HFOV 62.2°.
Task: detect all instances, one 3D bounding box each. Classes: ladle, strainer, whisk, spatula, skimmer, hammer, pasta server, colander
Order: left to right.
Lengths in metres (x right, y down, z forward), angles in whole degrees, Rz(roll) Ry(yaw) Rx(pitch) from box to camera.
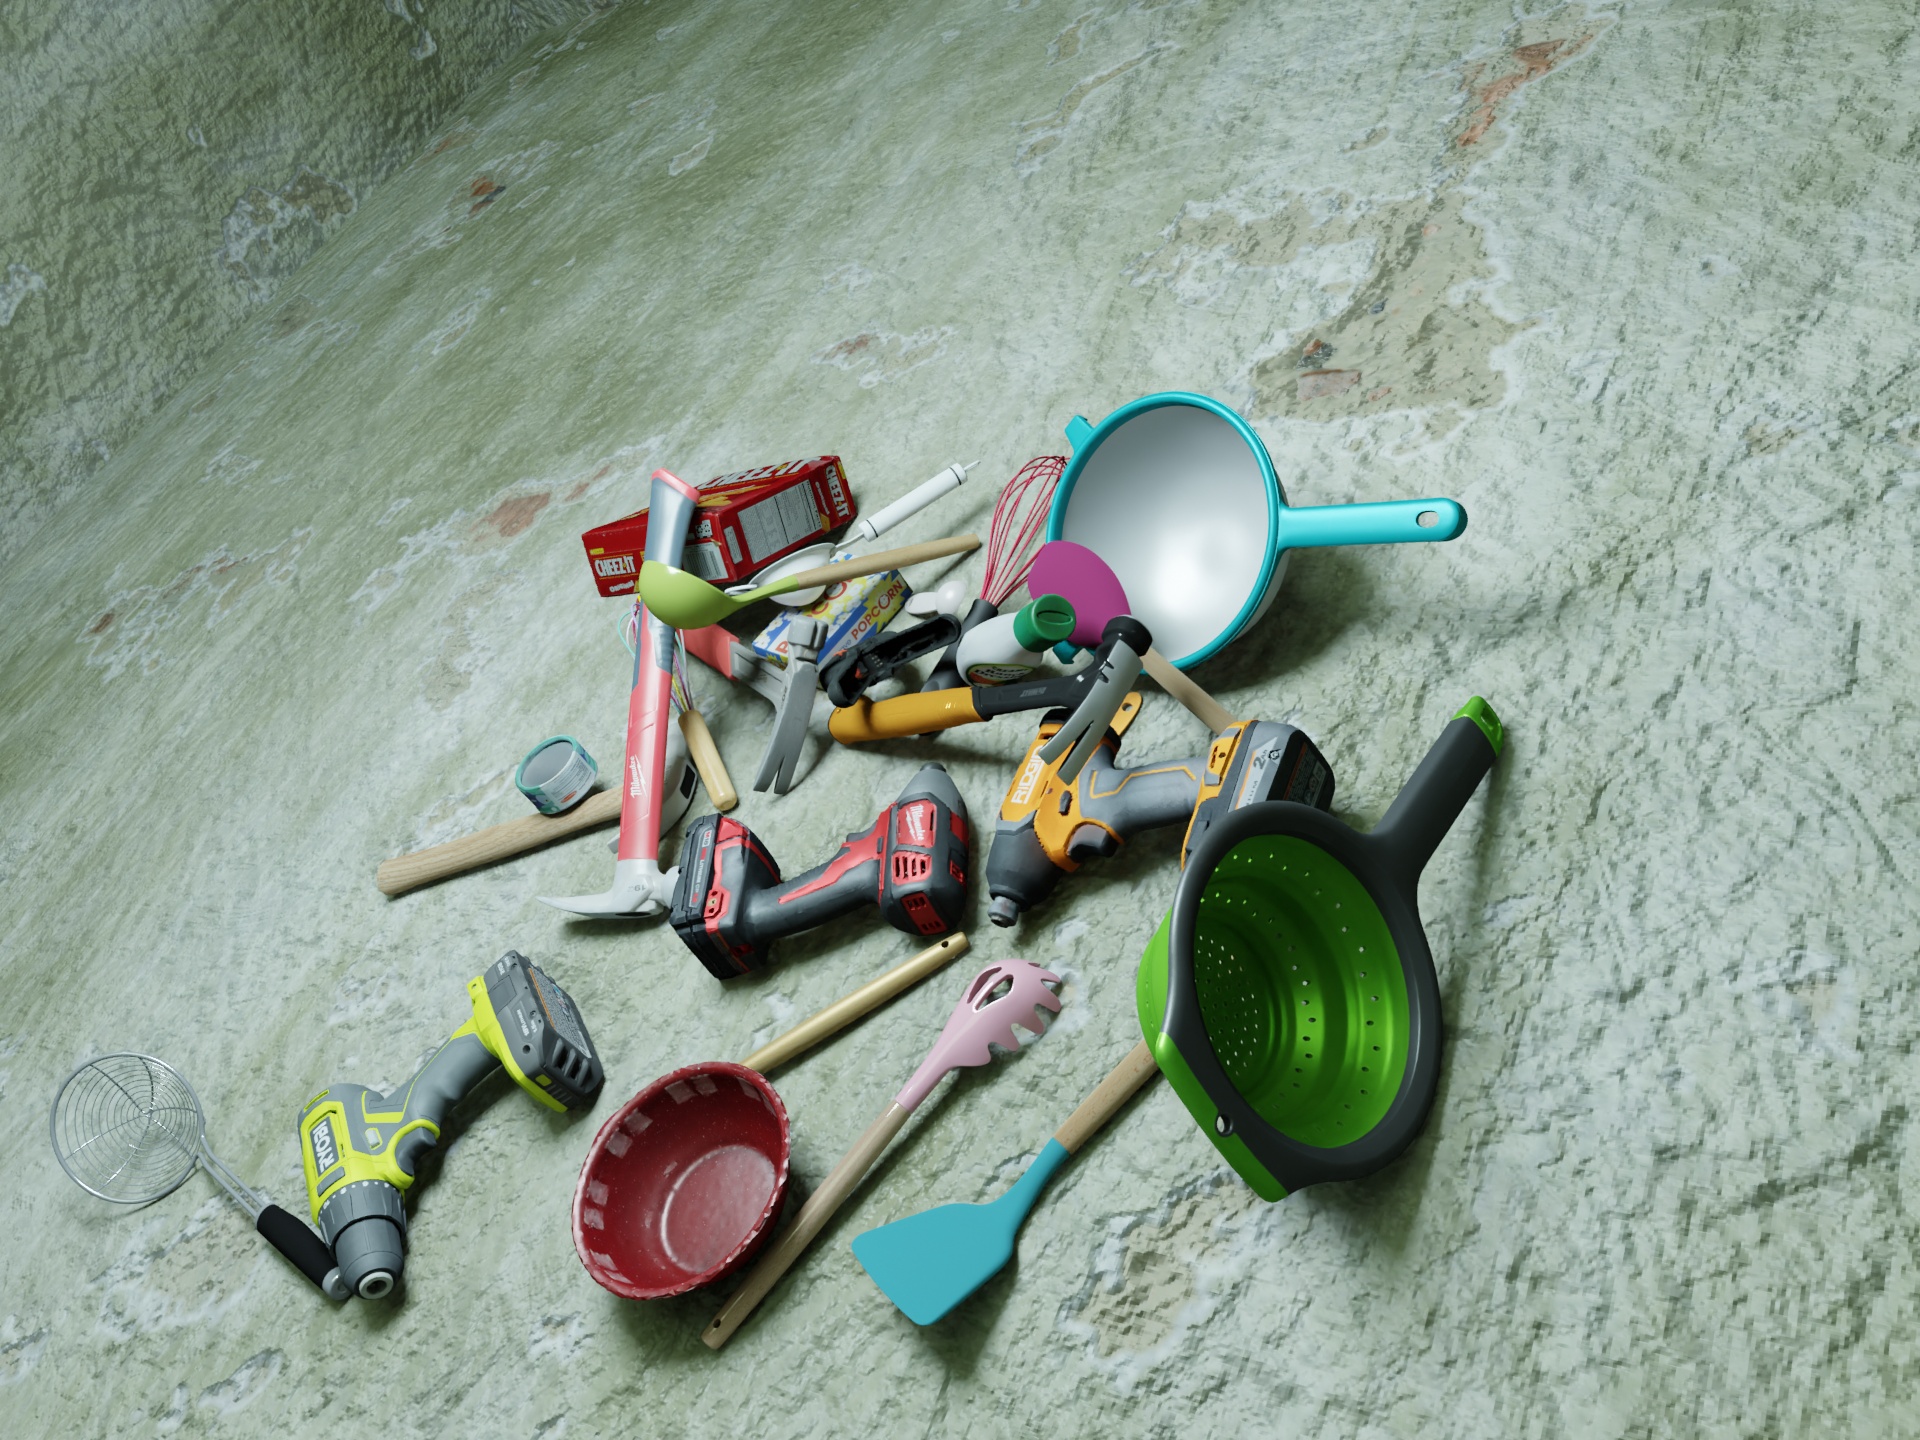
[{"bbox_3d":[-0.596,0.366,1.239,0.363,0.090,0.127,16,92,40],"label":"skimmer"},{"bbox_3d":[-0.382,0.100,1.416,0.331,0.031,0.130,-18,41,18],"label":"hammer"},{"bbox_3d":[-0.273,-0.027,1.337,0.143,0.038,0.386,-6,72,22],"label":"hammer"},{"bbox_3d":[-0.247,-0.020,1.393,0.051,0.047,0.245,-5,50,-32],"label":"whisk"},{"bbox_3d":[-0.221,-0.056,1.438,0.359,0.036,0.149,29,105,56],"label":"hammer"},{"bbox_3d":[-0.130,0.235,1.110,0.315,0.031,0.069,-32,47,-1],"label":"ladle"},{"bbox_3d":[-0.120,-0.134,1.351,0.320,0.062,0.078,-17,13,-30],"label":"ladle"},{"bbox_3d":[-0.088,-0.163,1.419,0.258,0.050,0.087,-33,-6,-8],"label":"strainer"},{"bbox_3d":[-0.051,0.272,1.019,0.316,0.040,0.060,-49,41,-13],"label":"pasta server"},{"bbox_3d":[-0.002,-0.004,1.189,0.337,0.034,0.127,-7,44,53],"label":"hammer"},{"bbox_3d":[0.030,-0.111,1.337,0.073,0.073,0.296,8,61,39],"label":"whisk"},{"bbox_3d":[0.076,0.233,0.957,0.317,0.044,0.082,-43,38,-13],"label":"spatula"},{"bbox_3d":[0.220,-0.134,1.163,0.340,0.095,0.211,2,89,42],"label":"strainer"},{"bbox_3d":[0.213,0.110,0.937,0.397,0.204,0.094,-43,10,-39],"label":"colander"}]

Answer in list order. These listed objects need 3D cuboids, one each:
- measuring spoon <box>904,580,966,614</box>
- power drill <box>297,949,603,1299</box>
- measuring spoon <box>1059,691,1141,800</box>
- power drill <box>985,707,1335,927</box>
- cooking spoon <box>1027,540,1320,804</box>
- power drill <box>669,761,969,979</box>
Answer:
[{"bbox_3d":[-0.028,-0.104,1.363,0.034,0.018,0.124,-64,22,-9],"label":"measuring spoon"},{"bbox_3d":[-0.383,0.297,1.178,0.228,0.080,0.191,-40,39,-4],"label":"power drill"},{"bbox_3d":[0.100,0.022,1.188,0.021,0.011,0.117,28,63,28],"label":"measuring spoon"},{"bbox_3d":[0.118,0.073,1.061,0.226,0.084,0.164,2,57,43],"label":"power drill"},{"bbox_3d":[0.148,-0.034,1.145,0.319,0.017,0.068,45,117,36],"label":"cooking spoon"},{"bbox_3d":[-0.097,0.107,1.183,0.219,0.078,0.143,-15,42,17],"label":"power drill"}]
